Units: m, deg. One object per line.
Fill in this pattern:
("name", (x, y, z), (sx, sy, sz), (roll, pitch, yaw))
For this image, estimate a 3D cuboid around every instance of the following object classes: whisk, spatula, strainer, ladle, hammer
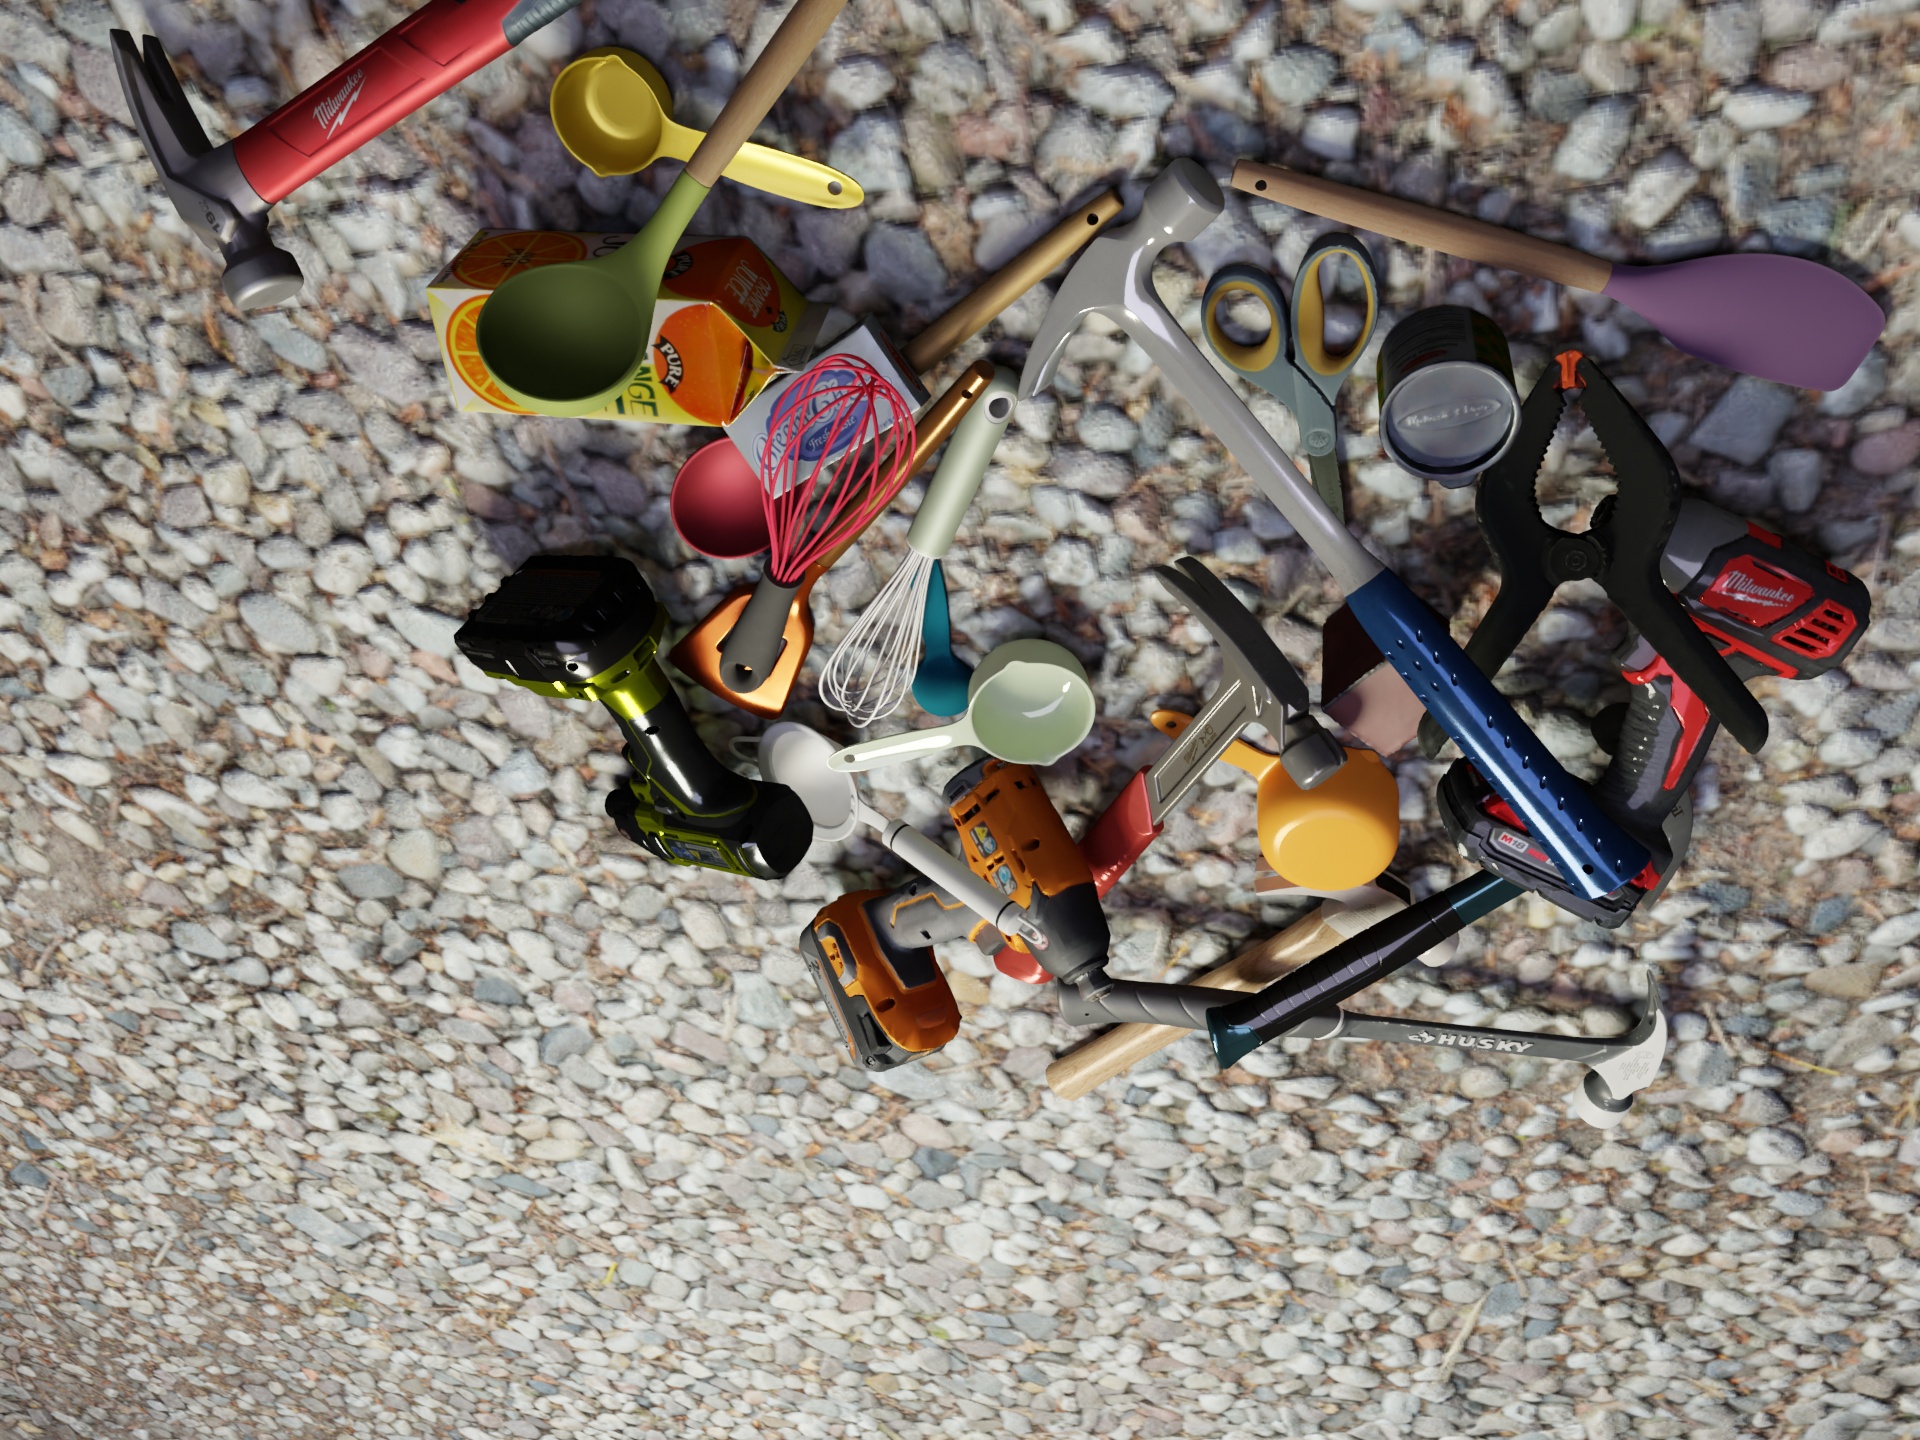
("whisk", (-0.022, -0.094, 0.902), (0.057, 0.059, 0.246), (8, 128, -27))
("spatula", (0.281, -0.218, 0.750), (0.316, 0.018, 0.059), (15, 131, -2))
("strainer", (-0.044, 0.068, 0.995), (0.259, 0.050, 0.086), (33, 134, 31))
("ladle", (-0.109, -0.268, 0.713), (0.078, 0.062, 0.320), (45, 108, 9))
("spatula", (-0.069, -0.098, 0.894), (0.081, 0.041, 0.322), (32, 142, -15))
("hammer", (0.267, 0.203, 1.066), (0.409, 0.036, 0.149), (6, 137, 0))
("hammer", (0.098, 0.061, 0.996), (0.149, 0.036, 0.359), (55, 142, 18))
("hammer", (-0.228, -0.339, 0.734), (0.386, 0.038, 0.143), (-22, 98, 22))
("hammer", (0.291, 0.121, 0.979), (0.331, 0.033, 0.128), (-34, 117, 17))
("hammer", (0.190, -0.074, 0.790), (0.405, 0.035, 0.144), (50, 129, 0))
("hammer", (0.176, 0.191, 1.118), (0.130, 0.031, 0.331), (36, 128, -19))
("whisk", (-0.089, -0.090, 0.853), (0.073, 0.073, 0.295), (23, 146, -8))
("ladle", (-0.040, -0.182, 0.847), (0.315, 0.031, 0.069), (-31, 111, 30))

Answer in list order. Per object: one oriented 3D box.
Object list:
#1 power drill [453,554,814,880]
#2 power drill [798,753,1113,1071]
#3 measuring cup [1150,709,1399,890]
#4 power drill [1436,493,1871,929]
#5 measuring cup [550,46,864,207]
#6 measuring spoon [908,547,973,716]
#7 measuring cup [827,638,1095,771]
("power drill", (-0.208, 0.006, 0.999), (0.171, 0.080, 0.223), (6, 138, 39))
("power drill", (0.002, 0.143, 1.037), (0.226, 0.084, 0.164), (-44, 67, 38))
("measuring cup", (0.190, 0.047, 0.975), (0.173, 0.052, 0.095), (25, 131, -12))
("power drill", (0.355, -0.011, 0.847), (0.143, 0.079, 0.219), (27, 113, -3))
("measuring cup", (-0.121, -0.284, 0.778), (0.156, 0.029, 0.062), (16, 132, -5))
("measuring spoon", (-0.017, -0.050, 0.958), (0.042, 0.021, 0.128), (0, 130, 12))
("measuring cup", (-0.002, -0.003, 0.967), (0.167, 0.038, 0.083), (-15, 127, 9))
